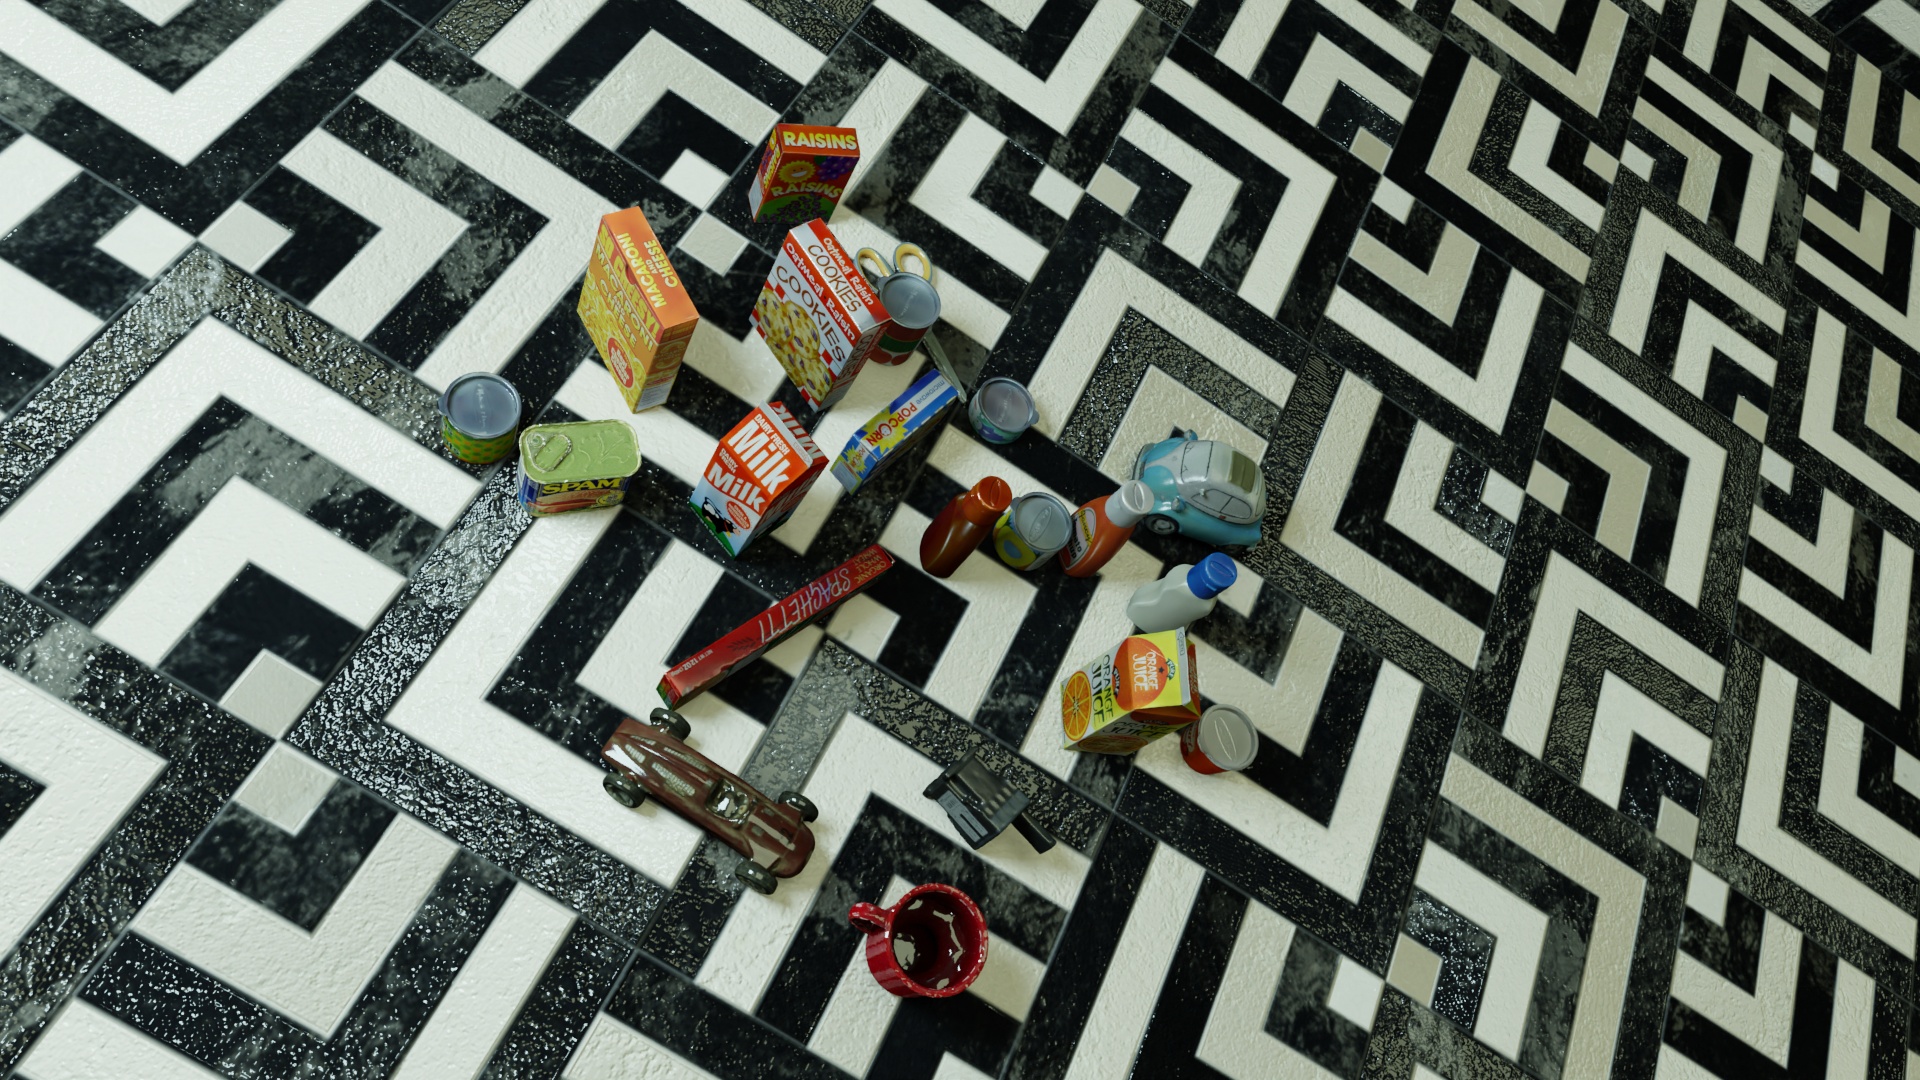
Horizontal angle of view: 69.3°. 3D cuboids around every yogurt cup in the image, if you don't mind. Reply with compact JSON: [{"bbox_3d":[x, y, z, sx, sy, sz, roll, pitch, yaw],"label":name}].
[{"bbox_3d":[0.258,0.204,1.403,0.072,0.053,0.072,9,65,-19],"label":"yogurt cup"}]

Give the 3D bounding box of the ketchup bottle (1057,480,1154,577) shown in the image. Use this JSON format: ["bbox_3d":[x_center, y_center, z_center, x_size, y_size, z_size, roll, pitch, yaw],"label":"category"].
[{"bbox_3d":[0.146,-0.015,1.397,0.043,0.148,0.065,2,67,-22],"label":"ketchup bottle"}]

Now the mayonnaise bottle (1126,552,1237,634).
[{"bbox_3d":[0.226,0.055,1.400,0.065,0.147,0.041,32,60,-7],"label":"mayonnaise bottle"}]

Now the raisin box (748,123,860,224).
[{"bbox_3d":[-0.163,-0.379,1.444,0.086,0.123,0.040,-3,70,-24],"label":"raisin box"}]

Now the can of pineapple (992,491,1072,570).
[{"bbox_3d":[0.072,-0.010,1.417,0.071,0.057,0.071,9,65,-19],"label":"can of pineapple"}]

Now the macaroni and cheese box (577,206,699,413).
[{"bbox_3d":[-0.301,-0.209,1.285,0.040,0.165,0.124,-24,79,-29],"label":"macaroni and cheese box"}]

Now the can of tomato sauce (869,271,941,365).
[{"bbox_3d":[-0.067,-0.229,1.441,0.071,0.082,0.071,9,65,-19],"label":"can of tomato sauce"}]

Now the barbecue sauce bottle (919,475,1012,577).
[{"bbox_3d":[0.005,-0.017,1.339,0.044,0.148,0.065,18,62,-15],"label":"barbecue sauce bottle"}]

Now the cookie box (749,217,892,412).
[{"bbox_3d":[-0.139,-0.217,1.356,0.040,0.166,0.123,-31,82,-30],"label":"cookie box"}]

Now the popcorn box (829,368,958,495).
[{"bbox_3d":[-0.066,-0.108,1.387,0.038,0.085,0.127,47,59,2],"label":"popcorn box"}]

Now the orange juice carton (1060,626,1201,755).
[{"bbox_3d":[0.167,0.144,1.310,0.073,0.191,0.072,8,65,-19],"label":"orange juice carton"}]

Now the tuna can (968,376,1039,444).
[{"bbox_3d":[0.046,-0.137,1.477,0.071,0.032,0.071,9,65,-19],"label":"tuna can"}]

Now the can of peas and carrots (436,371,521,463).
[{"bbox_3d":[-0.434,-0.109,1.249,0.071,0.058,0.071,9,65,-19],"label":"can of peas and carrots"}]

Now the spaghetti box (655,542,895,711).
[{"bbox_3d":[-0.168,0.077,1.283,0.251,0.050,0.029,-33,83,-31],"label":"spaghetti box"}]

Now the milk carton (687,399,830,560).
[{"bbox_3d":[-0.180,-0.060,1.256,0.074,0.189,0.072,-38,86,-31],"label":"milk carton"}]
